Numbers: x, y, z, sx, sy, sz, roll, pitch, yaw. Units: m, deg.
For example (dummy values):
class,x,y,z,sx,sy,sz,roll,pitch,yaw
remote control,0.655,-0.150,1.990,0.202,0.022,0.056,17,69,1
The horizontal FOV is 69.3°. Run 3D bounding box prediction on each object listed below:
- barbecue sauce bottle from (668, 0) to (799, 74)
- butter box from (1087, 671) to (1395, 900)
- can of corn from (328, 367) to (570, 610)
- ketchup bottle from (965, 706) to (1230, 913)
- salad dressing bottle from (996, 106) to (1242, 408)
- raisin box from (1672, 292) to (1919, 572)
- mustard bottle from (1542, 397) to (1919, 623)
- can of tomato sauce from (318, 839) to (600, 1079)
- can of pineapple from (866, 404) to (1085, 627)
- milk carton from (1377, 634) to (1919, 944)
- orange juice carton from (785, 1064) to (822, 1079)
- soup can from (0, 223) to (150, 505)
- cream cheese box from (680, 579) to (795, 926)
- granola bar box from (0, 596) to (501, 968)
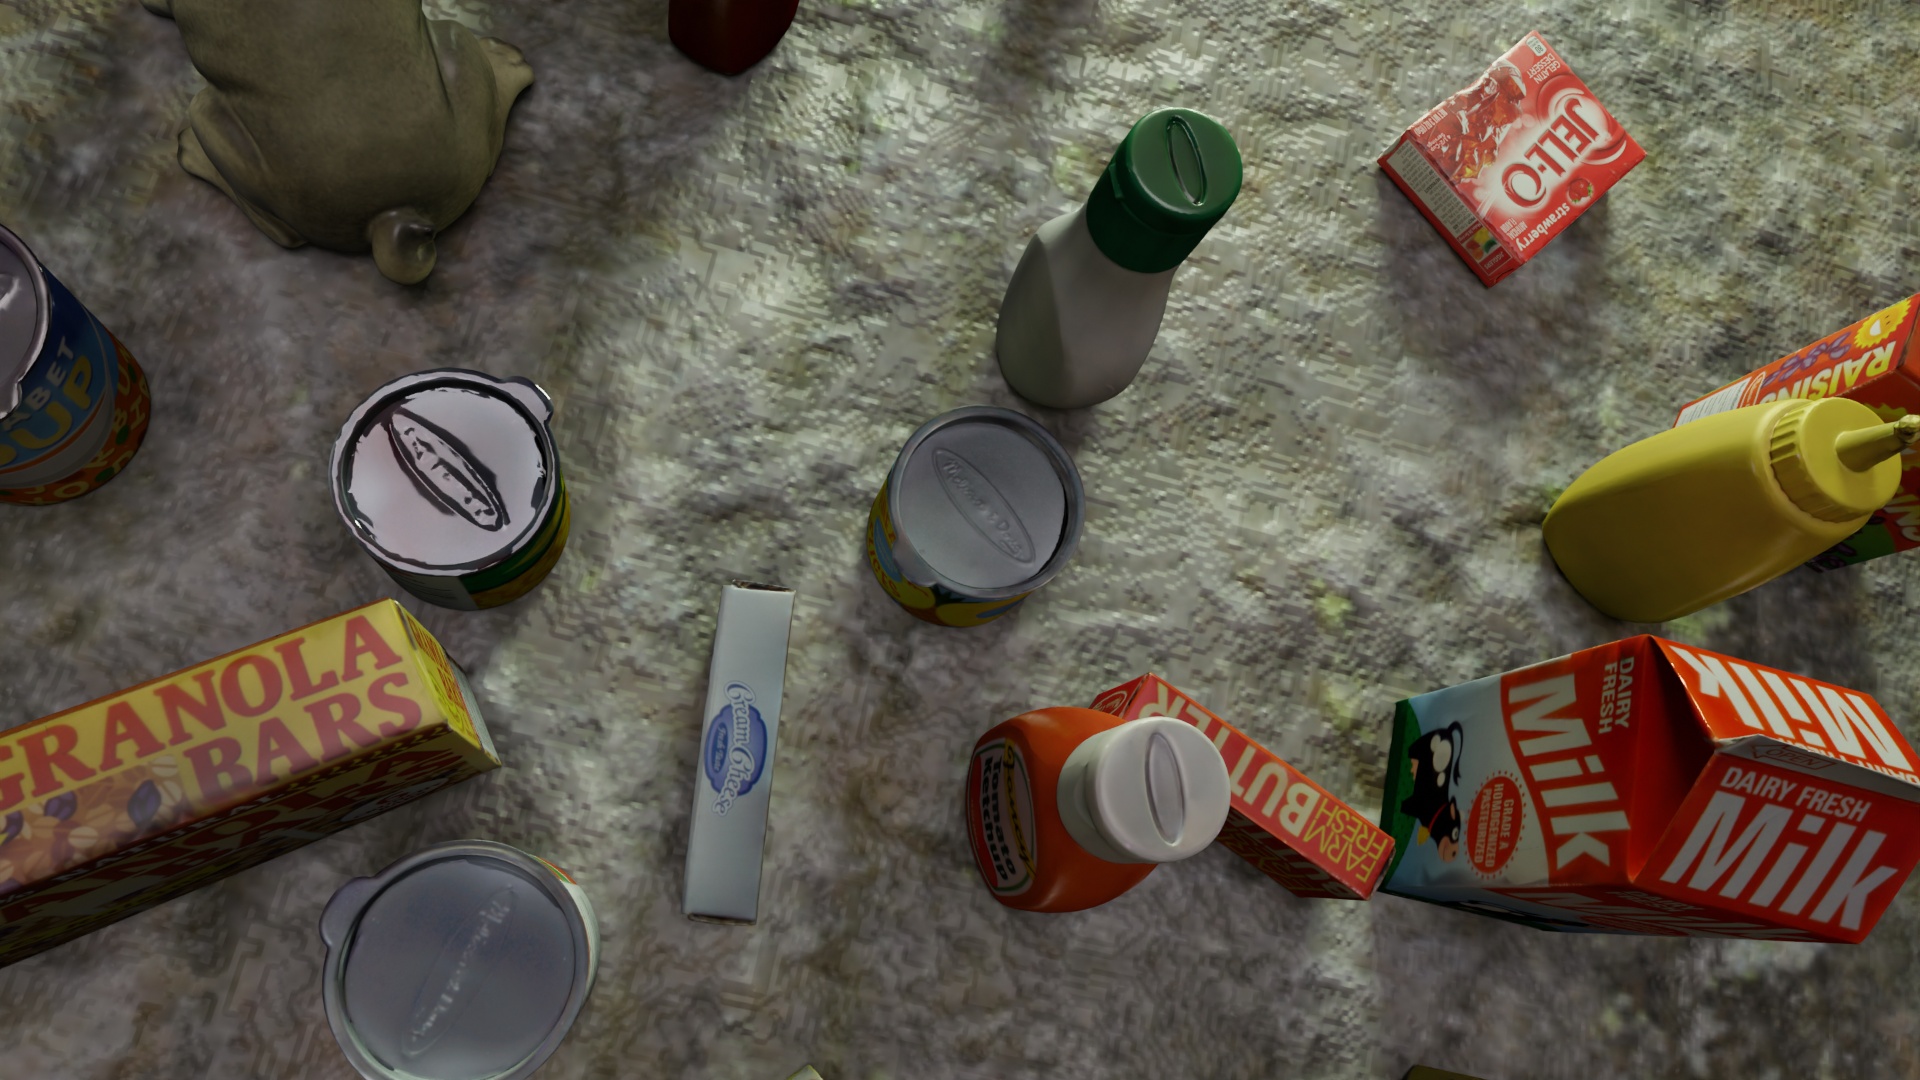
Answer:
class,x,y,z,sx,sy,sz,roll,pitch,yaw
barbecue sauce bottle,-0.073,-0.225,0.473,0.044,0.148,0.065,28,72,-4
butter box,0.092,0.085,0.476,0.103,0.053,0.024,35,72,-2
can of corn,-0.159,-0.016,0.447,0.071,0.058,0.071,3,75,-11
ketchup bottle,0.037,0.079,0.416,0.043,0.148,0.065,-5,77,-13
salad dressing bottle,0.049,-0.090,0.463,0.044,0.147,0.064,-9,78,-14
raisin box,0.343,-0.036,0.524,0.086,0.123,0.040,31,72,-3
mustard bottle,0.272,-0.015,0.484,0.049,0.159,0.065,-35,85,-18
can of tomato sauce,-0.141,0.121,0.401,0.071,0.083,0.071,3,75,-11
can of pineapple,0.002,-0.006,0.479,0.071,0.057,0.071,3,75,-11
milk carton,0.207,0.080,0.430,0.072,0.190,0.073,15,73,-8
orange juice carton,-0.042,0.193,0.346,0.073,0.192,0.072,-29,83,-17
soup can,-0.290,-0.049,0.414,0.071,0.083,0.071,3,75,-11
cream cheese box,-0.072,0.069,0.446,0.024,0.053,0.104,7,74,-10
granola bar box,-0.219,0.071,0.376,0.166,0.124,0.039,-21,81,-16
